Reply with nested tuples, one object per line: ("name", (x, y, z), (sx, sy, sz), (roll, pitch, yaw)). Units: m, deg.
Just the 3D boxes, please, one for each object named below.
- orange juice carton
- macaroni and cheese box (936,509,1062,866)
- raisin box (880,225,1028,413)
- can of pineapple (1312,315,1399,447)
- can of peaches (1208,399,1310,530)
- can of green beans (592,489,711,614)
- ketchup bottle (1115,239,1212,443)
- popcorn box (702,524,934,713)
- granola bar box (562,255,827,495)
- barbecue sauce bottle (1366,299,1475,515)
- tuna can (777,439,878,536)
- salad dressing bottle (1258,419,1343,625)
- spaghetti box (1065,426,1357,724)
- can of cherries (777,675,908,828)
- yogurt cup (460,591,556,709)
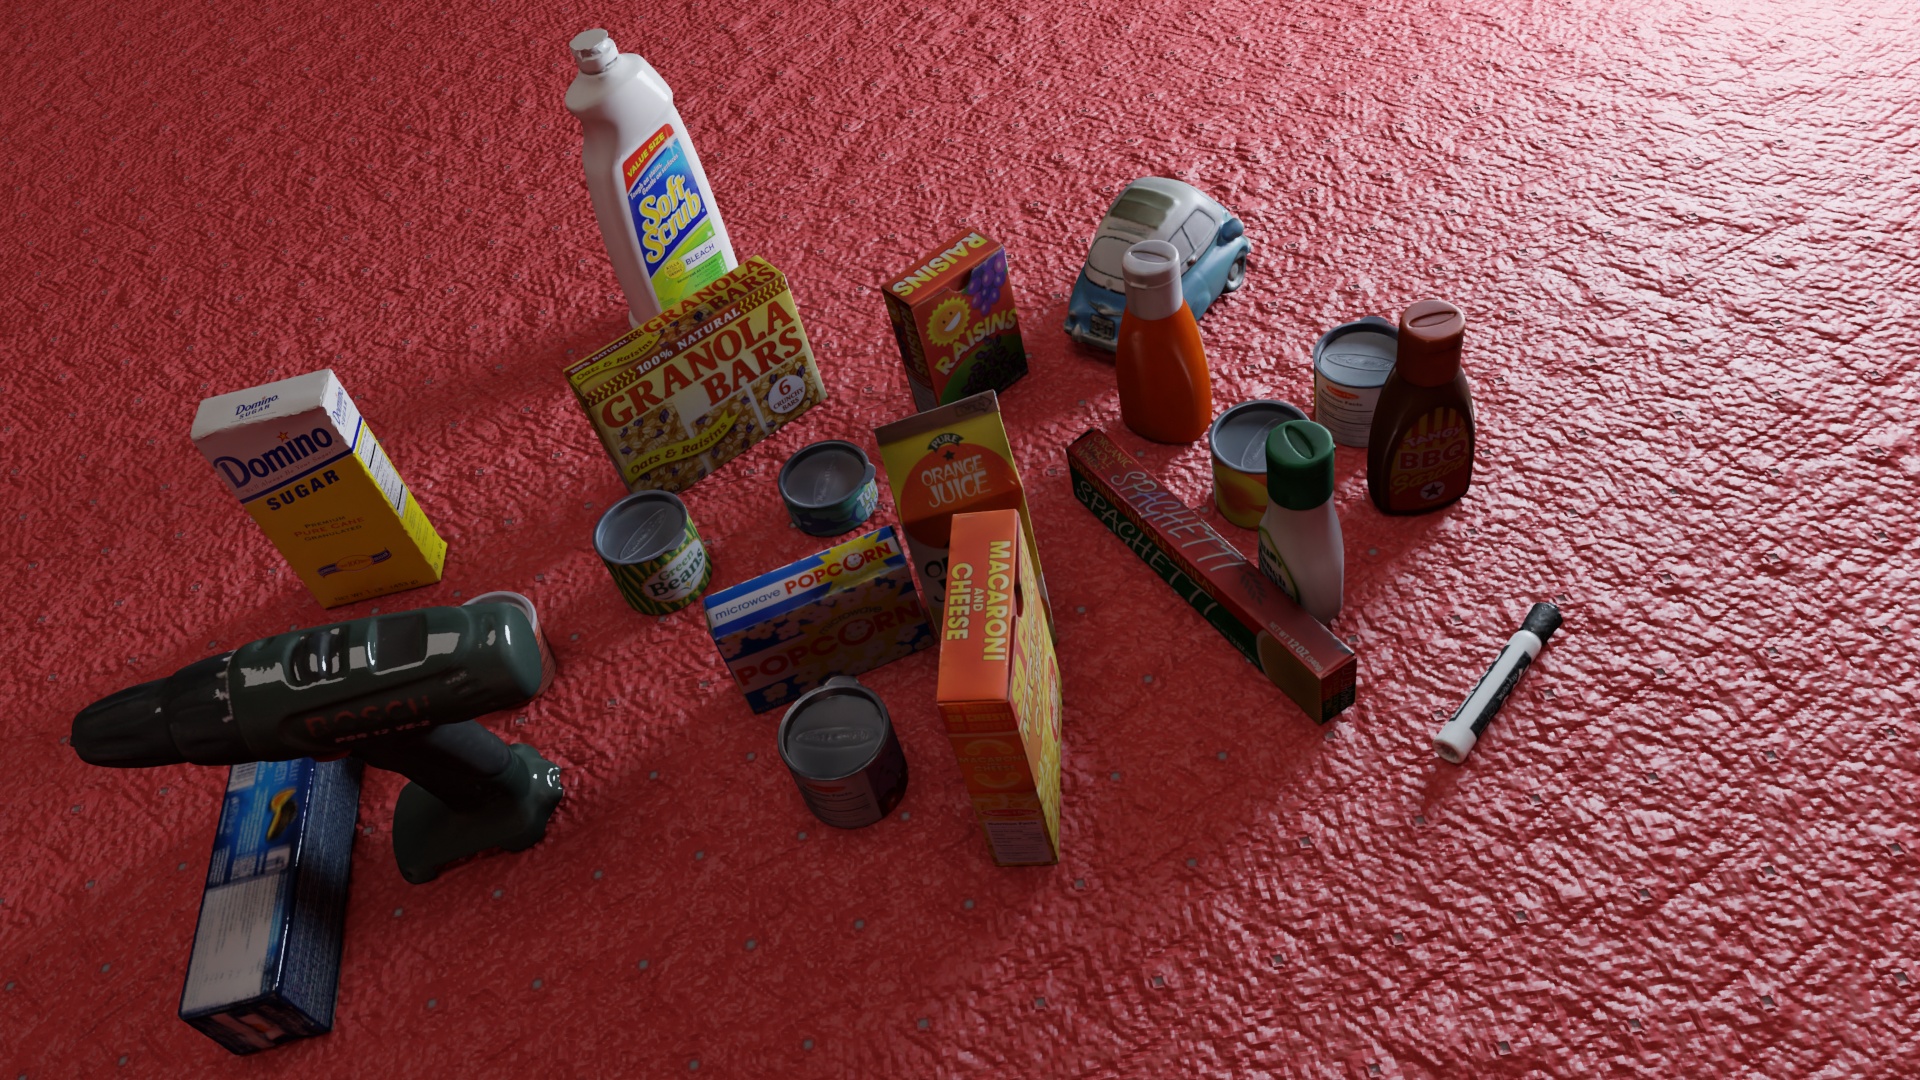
("orange juice carton", (0.003, -0.010, 0.827), (0.072, 0.191, 0.073), (-17, 48, 0))
("macaroni and cheese box", (0.026, 0.083, 0.758), (0.040, 0.165, 0.124), (-4, 49, 10))
("raisin box", (-0.002, -0.150, 0.997), (0.086, 0.122, 0.040), (-37, 51, -18))
("can of pineapple", (0.272, -0.106, 0.936), (0.071, 0.057, 0.071), (-7, 48, 8))
("can of peaches", (0.198, -0.048, 0.903), (0.071, 0.057, 0.071), (-7, 48, 8))
("can of green beans", (-0.210, 0.009, 0.953), (0.071, 0.057, 0.071), (-7, 48, 8))
("ketchup bottle", (0.133, -0.131, 0.931), (0.065, 0.148, 0.044), (18, 56, 27))
("popcorn box", (-0.087, 0.051, 0.868), (0.127, 0.084, 0.038), (-22, 48, -5))
("granola bar box", (-0.189, -0.113, 1.010), (0.166, 0.123, 0.039), (-35, 51, -17))
("barbecue sauce bottle", (0.283, -0.080, 0.849), (0.065, 0.147, 0.044), (-14, 48, 2))
("tuna can", (-0.091, -0.037, 0.981), (0.071, 0.032, 0.071), (-7, 48, 8))
("salad dressing bottle", (0.197, -0.007, 0.807), (0.044, 0.147, 0.064), (-20, 48, -4))
("spaghetti box", (0.149, 0.015, 0.865), (0.029, 0.050, 0.251), (-32, 50, -14))
("can of cherries", (-0.067, 0.124, 0.817), (0.071, 0.058, 0.072), (-7, 48, 8))
("yogurt cup", (-0.304, 0.075, 0.921), (0.072, 0.053, 0.073), (-7, 48, 8))
